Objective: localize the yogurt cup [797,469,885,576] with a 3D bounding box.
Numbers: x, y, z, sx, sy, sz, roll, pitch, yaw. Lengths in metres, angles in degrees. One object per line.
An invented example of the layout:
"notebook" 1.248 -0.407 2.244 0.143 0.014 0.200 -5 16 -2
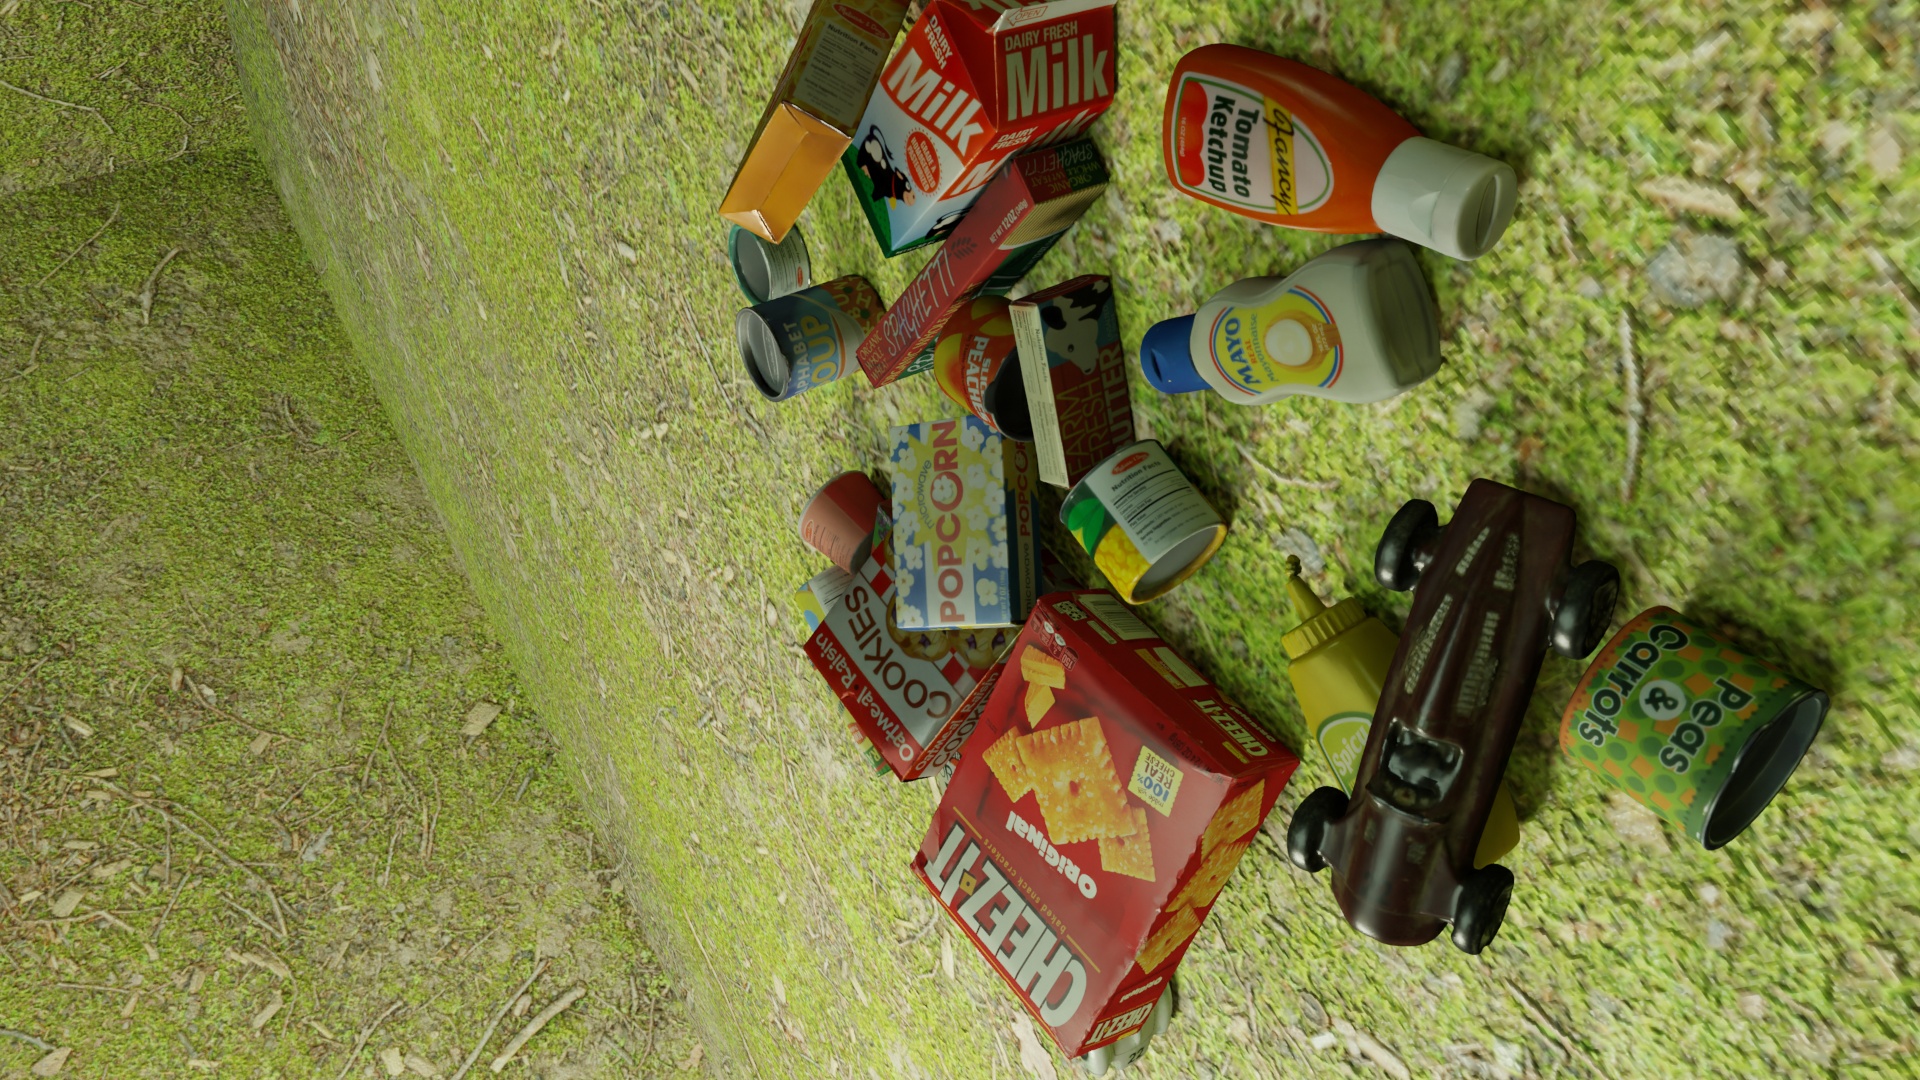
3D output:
"yogurt cup" -0.078 -0.010 1.024 0.054 0.073 0.072 42 145 24

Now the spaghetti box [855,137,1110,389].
"spaghetti box" 0.003 -0.148 0.786 0.028 0.050 0.249 65 153 5

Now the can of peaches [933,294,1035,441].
"can of peaches" 0.025 -0.096 0.766 0.058 0.071 0.071 39 142 43

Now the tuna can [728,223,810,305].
"tuna can" -0.142 -0.205 1.017 0.071 0.033 0.070 40 142 40

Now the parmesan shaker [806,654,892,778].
"parmesan shaker" -0.058 0.109 0.993 0.103 0.071 0.071 58 152 5

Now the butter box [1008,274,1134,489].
"butter box" 0.060 -0.084 0.732 0.024 0.053 0.103 19 128 51

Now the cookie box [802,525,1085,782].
"cookie box" -0.015 0.052 0.890 0.167 0.040 0.123 -52 59 19

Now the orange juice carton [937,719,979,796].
"orange juice carton" 0.032 0.156 0.947 0.072 0.073 0.192 18 126 55

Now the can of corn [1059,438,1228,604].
"can of corn" 0.095 -0.008 0.717 0.058 0.071 0.070 53 150 23

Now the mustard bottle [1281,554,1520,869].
"mustard bottle" 0.188 0.078 0.635 0.160 0.049 0.065 60 146 11

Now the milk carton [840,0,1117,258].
"milk carton" 0.009 -0.218 0.696 0.073 0.072 0.190 66 152 2

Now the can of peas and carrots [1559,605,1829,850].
"can of peas and carrots" 0.254 0.064 0.486 0.059 0.071 0.070 39 142 42

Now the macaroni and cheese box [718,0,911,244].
"macaroni and cheese box" -0.064 -0.252 0.722 0.040 0.167 0.123 26 158 -17

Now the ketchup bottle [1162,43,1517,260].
"ketchup bottle" 0.144 -0.149 0.544 0.149 0.044 0.064 37 140 43

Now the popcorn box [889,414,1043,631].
"popcorn box" 0.003 -0.010 0.831 0.085 0.038 0.126 -5 85 37

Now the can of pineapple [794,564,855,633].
"can of pineapple" -0.089 0.054 1.089 0.058 0.071 0.070 60 152 12

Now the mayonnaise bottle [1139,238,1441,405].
"mayonnaise bottle" 0.137 -0.088 0.606 0.148 0.041 0.064 -1 112 60

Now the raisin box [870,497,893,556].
"raisin box" -0.028 0.035 0.996 0.086 0.040 0.122 49 149 28

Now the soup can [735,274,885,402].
"soup can" -0.098 -0.136 0.937 0.071 0.084 0.071 41 143 40
